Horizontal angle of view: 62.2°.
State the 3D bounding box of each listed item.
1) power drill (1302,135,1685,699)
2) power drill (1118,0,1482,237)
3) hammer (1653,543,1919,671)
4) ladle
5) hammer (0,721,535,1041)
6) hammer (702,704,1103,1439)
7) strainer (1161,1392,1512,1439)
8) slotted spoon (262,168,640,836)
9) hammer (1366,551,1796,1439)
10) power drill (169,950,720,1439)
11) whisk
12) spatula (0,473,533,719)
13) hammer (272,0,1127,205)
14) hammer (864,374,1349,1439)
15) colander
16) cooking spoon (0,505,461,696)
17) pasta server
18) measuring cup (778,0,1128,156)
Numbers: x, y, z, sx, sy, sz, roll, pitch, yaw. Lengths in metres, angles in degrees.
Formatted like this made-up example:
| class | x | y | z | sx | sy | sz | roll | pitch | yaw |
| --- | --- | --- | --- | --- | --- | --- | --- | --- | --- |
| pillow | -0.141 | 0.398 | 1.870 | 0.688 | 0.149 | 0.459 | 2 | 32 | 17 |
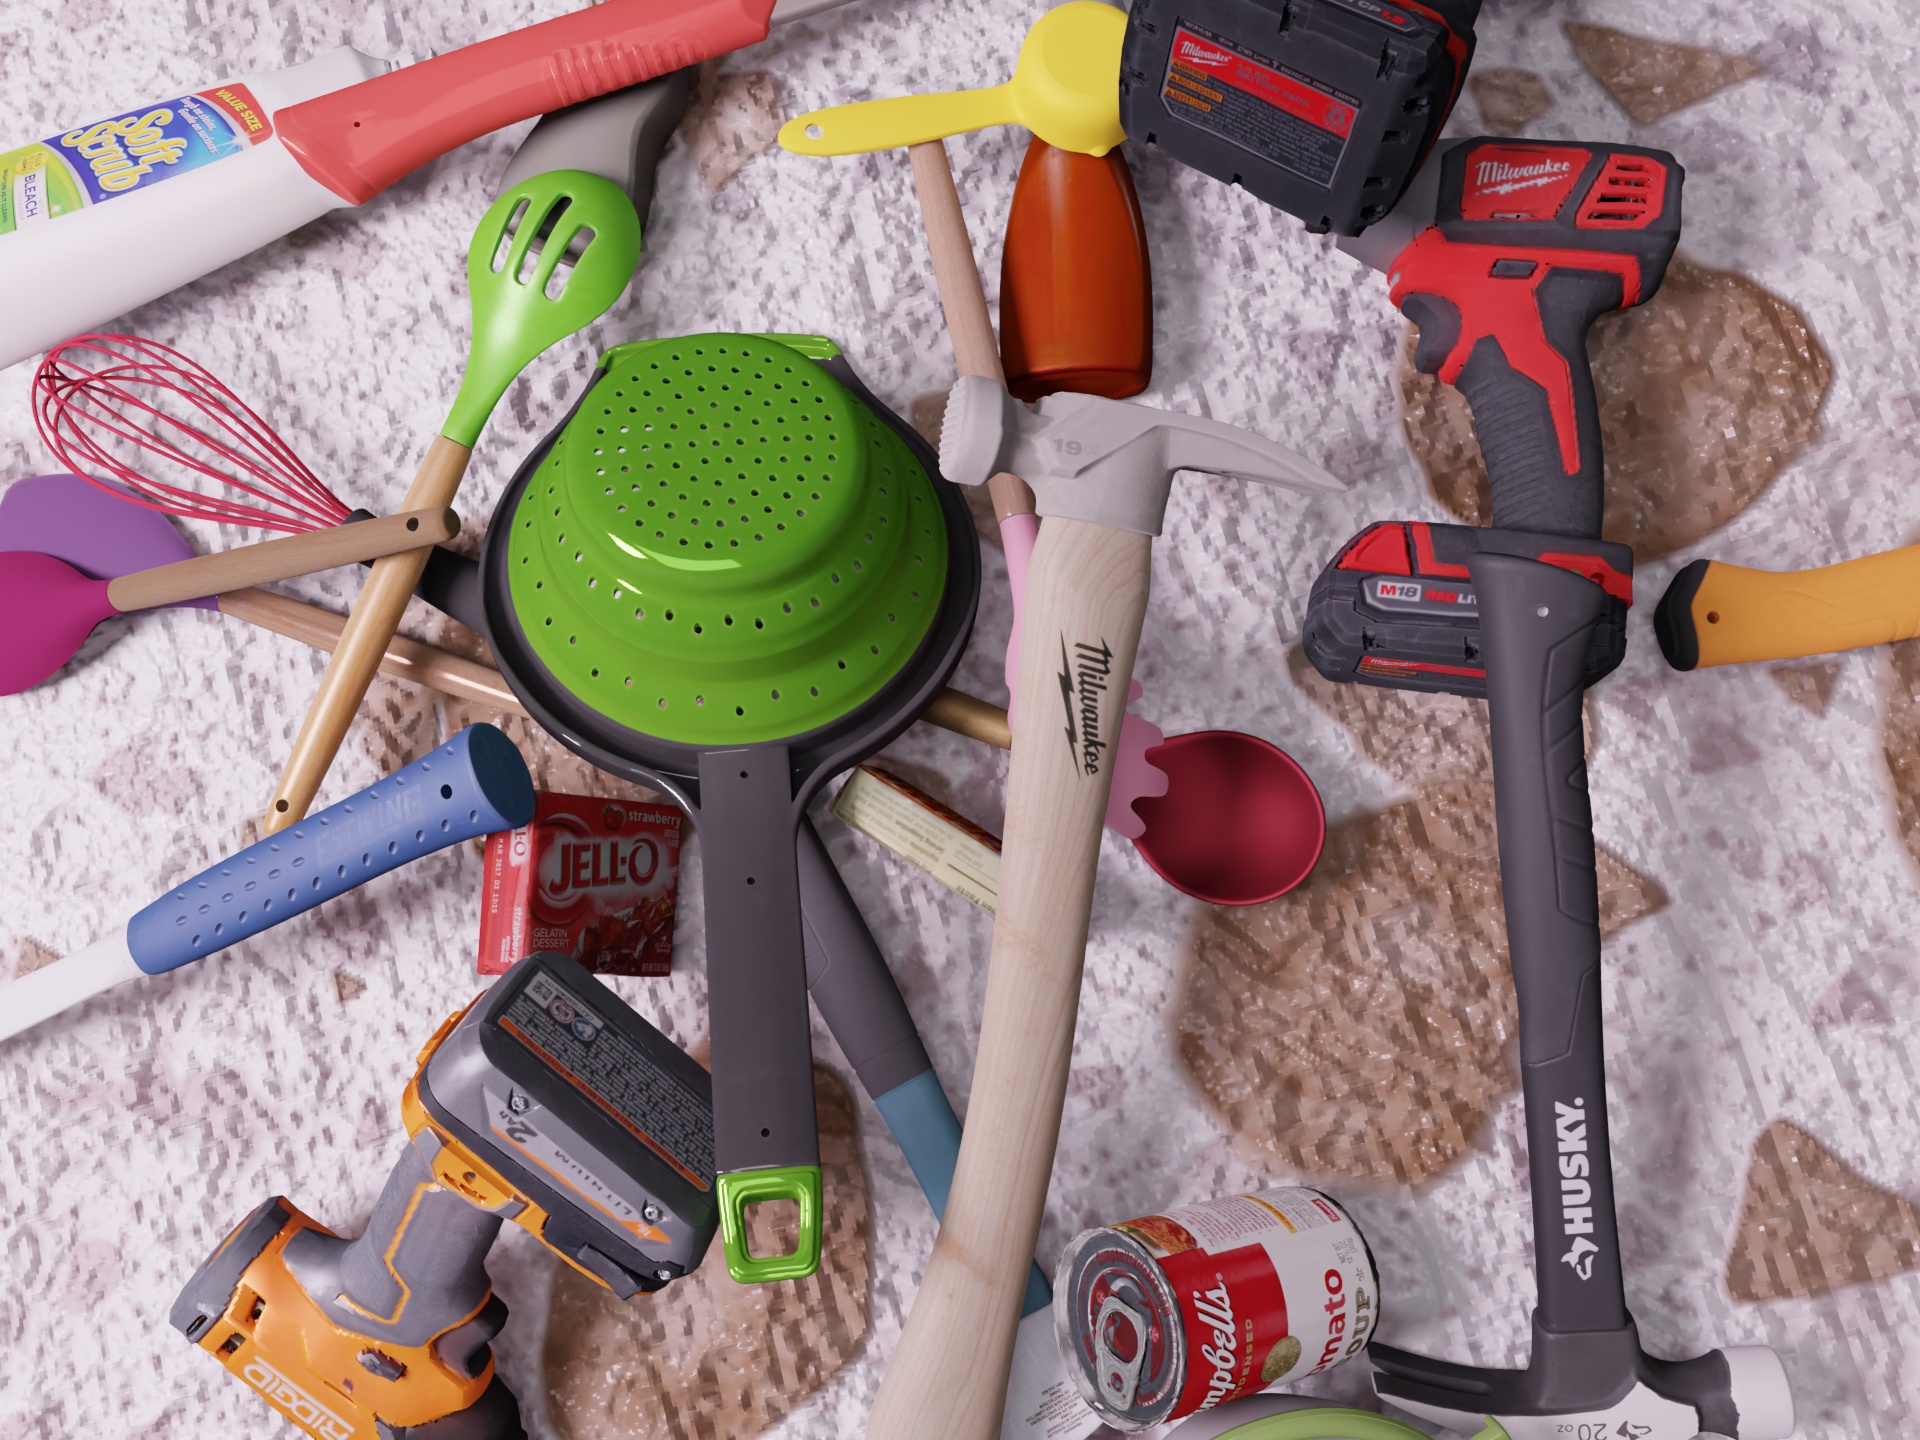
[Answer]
| class | x | y | z | sx | sy | sz | roll | pitch | yaw |
| --- | --- | --- | --- | --- | --- | --- | --- | --- | --- |
| power drill | 0.199 | -0.124 | 0.626 | 0.143 | 0.078 | 0.220 | 7 | 81 | 9 |
| power drill | 0.144 | -0.311 | 0.625 | 0.188 | 0.080 | 0.227 | 30 | 61 | 11 |
| hammer | 0.440 | -0.056 | 0.600 | 0.337 | 0.034 | 0.127 | -10 | 80 | 8 |
| ladle | -0.001 | -0.002 | 0.665 | 0.315 | 0.031 | 0.069 | 21 | 87 | 13 |
| hammer | -0.347 | 0.091 | 0.658 | 0.405 | 0.035 | 0.144 | -24 | 78 | 19 |
| hammer | -0.031 | 0.137 | 0.648 | 0.128 | 0.033 | 0.331 | -30 | 79 | 5 |
| strainer | 0.062 | 0.291 | 0.570 | 0.256 | 0.069 | 0.151 | 12 | 100 | -11 |
| slotted spoon | -0.222 | -0.093 | 0.671 | 0.070 | 0.031 | 0.314 | 25 | 89 | 5 |
| hammer | 0.209 | 0.105 | 0.570 | 0.146 | 0.035 | 0.334 | -6 | 98 | 9 |
| power drill | -0.181 | 0.210 | 0.608 | 0.164 | 0.084 | 0.226 | 42 | 114 | -8 |
| whisk | -0.287 | -0.093 | 0.707 | 0.296 | 0.073 | 0.073 | 27 | 88 | 5 |
| spatula | -0.310 | -0.051 | 0.722 | 0.316 | 0.018 | 0.060 | 19 | 85 | 11 |
| hammer | -0.116 | -0.309 | 0.680 | 0.359 | 0.036 | 0.149 | -20 | 86 | -5 |
| hammer | 0.036 | 0.091 | 0.582 | 0.146 | 0.038 | 0.410 | 8 | 94 | -12 |
| colander | -0.082 | -0.007 | 0.582 | 0.204 | 0.094 | 0.397 | -4 | 65 | -6 |
| cooking spoon | -0.349 | -0.059 | 0.695 | 0.319 | 0.017 | 0.069 | -8 | 83 | 22 |
| pasta server | 0.019 | -0.104 | 0.640 | 0.060 | 0.040 | 0.316 | -17 | 79 | 17 |
| measuring cup | 0.003 | -0.253 | 0.639 | 0.156 | 0.029 | 0.062 | -13 | 80 | -7 |
